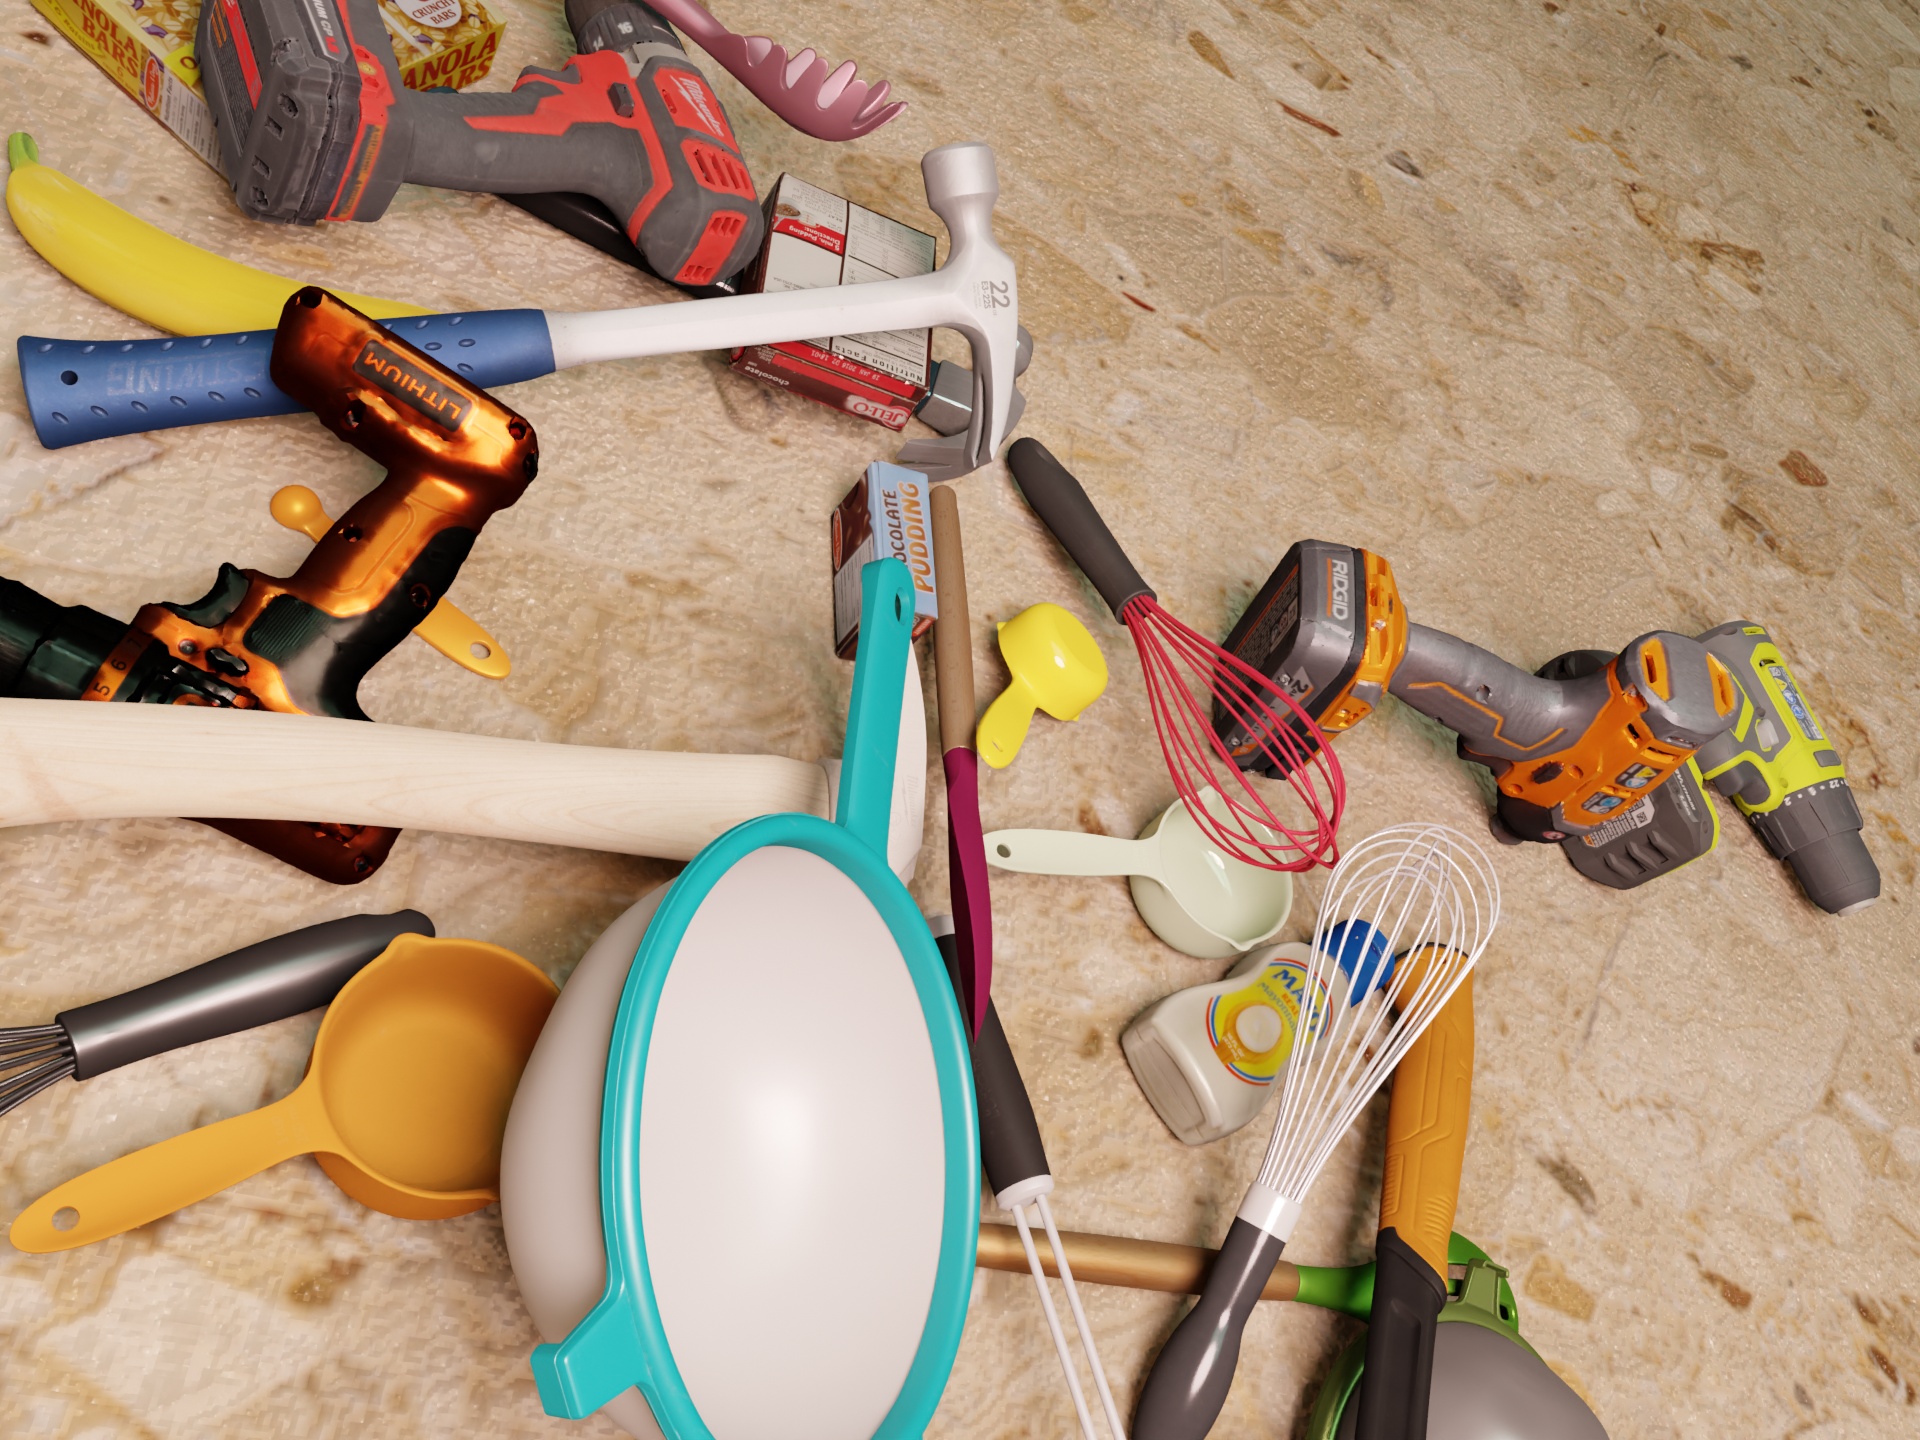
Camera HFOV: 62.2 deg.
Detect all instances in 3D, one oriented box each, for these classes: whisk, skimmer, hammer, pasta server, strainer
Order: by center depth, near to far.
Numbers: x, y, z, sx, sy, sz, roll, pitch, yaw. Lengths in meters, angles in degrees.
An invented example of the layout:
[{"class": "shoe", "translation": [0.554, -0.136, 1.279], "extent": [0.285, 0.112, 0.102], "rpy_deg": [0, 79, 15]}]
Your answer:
[{"class": "whisk", "translation": [-0.277, 0.100, 0.496], "extent": [0.239, 0.055, 0.055], "rpy_deg": [-17, 72, -41]}, {"class": "hammer", "translation": [-0.185, 0.011, 0.541], "extent": [0.410, 0.038, 0.146], "rpy_deg": [7, 82, -37]}, {"class": "strainer", "translation": [-0.073, 0.087, 0.548], "extent": [0.210, 0.095, 0.341], "rpy_deg": [50, 36, -47]}, {"class": "skimmer", "translation": [0.036, 0.214, 0.552], "extent": [0.127, 0.090, 0.364], "rpy_deg": [-22, 56, 2]}, {"class": "strainer", "translation": [0.170, 0.324, 0.600], "extent": [0.256, 0.069, 0.151], "rpy_deg": [-18, 83, -31]}, {"class": "whisk", "translation": [0.139, 0.168, 0.638], "extent": [0.070, 0.070, 0.285], "rpy_deg": [31, 78, -12]}, {"class": "hammer", "translation": [0.198, 0.211, 0.663], "extent": [0.127, 0.034, 0.337], "rpy_deg": [8, 35, 15]}, {"class": "hammer", "translation": [-0.160, -0.154, 0.666], "extent": [0.405, 0.035, 0.144], "rpy_deg": [-12, 96, -21]}, {"class": "pasta server", "translation": [-0.164, -0.365, 0.735], "extent": [0.316, 0.040, 0.060], "rpy_deg": [36, 23, -5]}, {"class": "whisk", "translation": [0.095, -0.041, 0.766], "extent": [0.073, 0.073, 0.296], "rpy_deg": [-5, 49, -33]}, {"class": "hammer", "translation": [-0.116, -0.220, 0.794], "extent": [0.330, 0.033, 0.128], "rpy_deg": [25, 51, -16]}]

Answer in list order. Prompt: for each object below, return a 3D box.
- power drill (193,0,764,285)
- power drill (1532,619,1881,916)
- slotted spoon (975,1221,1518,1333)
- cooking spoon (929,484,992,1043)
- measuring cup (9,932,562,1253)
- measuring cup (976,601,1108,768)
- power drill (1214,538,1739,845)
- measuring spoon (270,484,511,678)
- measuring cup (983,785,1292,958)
[{"class": "power drill", "translation": [-0.208, -0.287, 0.706], "extent": [0.226, 0.080, 0.188], "rpy_deg": [-4, 61, -40]}, {"class": "power drill", "translation": [0.450, 0.034, 0.953], "extent": [0.228, 0.080, 0.191], "rpy_deg": [-3, 64, -35]}, {"class": "slotted spoon", "translation": [0.116, 0.234, 0.663], "extent": [0.313, 0.031, 0.070], "rpy_deg": [15, 61, -21]}, {"class": "cooking spoon", "translation": [-0.001, -0.002, 0.695], "extent": [0.017, 0.068, 0.319], "rpy_deg": [-2, 45, -2]}, {"class": "measuring cup", "translation": [-0.209, 0.134, 0.513], "extent": [0.173, 0.052, 0.095], "rpy_deg": [-18, 73, -35]}, {"class": "measuring cup", "translation": [0.036, -0.015, 0.720], "extent": [0.062, 0.029, 0.156], "rpy_deg": [50, 22, -6]}, {"class": "power drill", "translation": [0.250, 0.000, 0.816], "extent": [0.226, 0.164, 0.084], "rpy_deg": [15, 55, -8]}, {"class": "measuring spoon", "translation": [-0.228, -0.057, 0.641], "extent": [0.117, 0.011, 0.021], "rpy_deg": [39, 50, -5]}, {"class": "measuring cup", "translation": [0.075, 0.071, 0.731], "extent": [0.167, 0.038, 0.083], "rpy_deg": [7, 59, -25]}]
